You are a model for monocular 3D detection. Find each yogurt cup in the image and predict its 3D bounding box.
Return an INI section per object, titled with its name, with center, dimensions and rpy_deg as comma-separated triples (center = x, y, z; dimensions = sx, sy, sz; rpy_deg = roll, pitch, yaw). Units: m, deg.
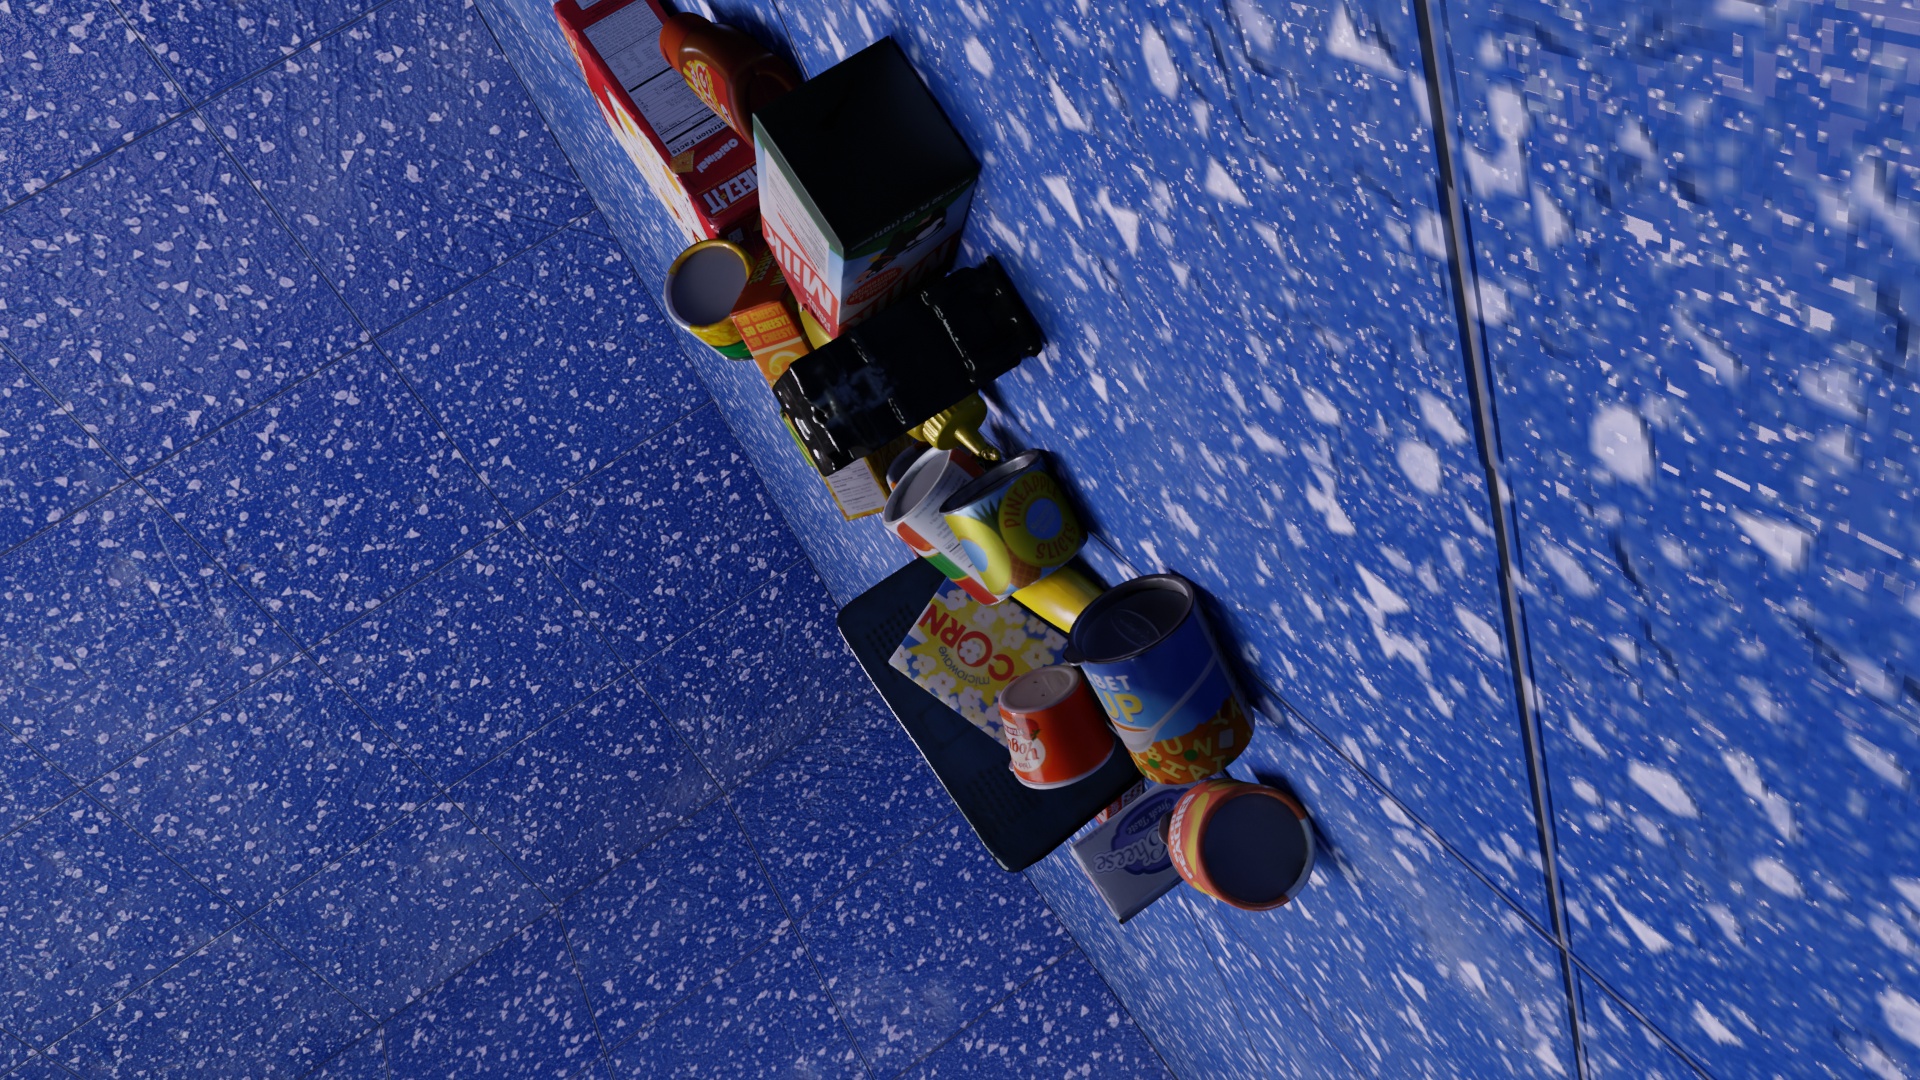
[yogurt cup]
center = 0.058, 0.115, 0.872
dimensions = 0.053, 0.072, 0.072
rpy_deg = 69, 167, -20

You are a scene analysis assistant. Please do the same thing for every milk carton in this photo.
[milk carton]
center = -0.049, -0.156, 0.676
dimensions = 0.073, 0.072, 0.190
rpy_deg = 56, 170, 3

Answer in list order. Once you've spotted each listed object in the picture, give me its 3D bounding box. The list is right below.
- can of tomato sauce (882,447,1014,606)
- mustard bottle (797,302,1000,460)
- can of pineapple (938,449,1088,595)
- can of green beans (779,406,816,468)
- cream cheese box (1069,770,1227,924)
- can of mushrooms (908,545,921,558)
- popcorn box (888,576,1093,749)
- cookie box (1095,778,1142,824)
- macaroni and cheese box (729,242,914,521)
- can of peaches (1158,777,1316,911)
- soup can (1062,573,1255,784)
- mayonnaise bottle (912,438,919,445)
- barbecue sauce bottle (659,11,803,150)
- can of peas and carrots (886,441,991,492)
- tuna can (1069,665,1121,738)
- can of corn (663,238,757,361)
[can of tomato sauce]
center = 0.003, -0.011, 0.848
dimensions = 0.083, 0.071, 0.071
rpy_deg = 39, 177, -20
[mustard bottle]
center = -0.030, -0.098, 0.812
dimensions = 0.160, 0.065, 0.048
rpy_deg = 49, 165, 22
[can of pineapple]
center = 0.031, -0.010, 0.782
dimensions = 0.057, 0.071, 0.071
rpy_deg = 58, 171, -11
[can of green beans]
center = -0.124, -0.109, 1.275
dimensions = 0.071, 0.071, 0.057
rpy_deg = 44, 164, 55
[cream cheese box]
center = 0.122, 0.178, 0.835
dimensions = 0.053, 0.104, 0.024
rpy_deg = 53, 175, 27
[can of mushrooms]
center = -0.031, -0.008, 1.237
dimensions = 0.071, 0.033, 0.071
rpy_deg = 54, 170, 14
[popcorn box]
center = 0.026, 0.084, 0.947
dimensions = 0.127, 0.085, 0.038
rpy_deg = 35, -176, 8
[cookie box]
center = 0.096, 0.162, 1.129
dimensions = 0.123, 0.040, 0.166
rpy_deg = 53, 171, 24
[macaroni and cheese box]
center = -0.083, -0.116, 0.925
dimensions = 0.124, 0.040, 0.165
rpy_deg = -79, -32, -51
[can of peaches]
center = 0.149, 0.163, 0.749
dimensions = 0.071, 0.071, 0.058
rpy_deg = 56, 170, 1
[soup can]
center = 0.098, 0.070, 0.687
dimensions = 0.083, 0.071, 0.071
rpy_deg = 61, 170, -24
[mayonnaise bottle]
center = -0.021, -0.030, 1.082
dimensions = 0.065, 0.041, 0.147
rpy_deg = 43, 163, 52
[barbecue sauce bottle]
center = -0.136, -0.275, 0.816
dimensions = 0.149, 0.044, 0.064
rpy_deg = 48, 169, 46
[can of peas and carrots]
center = -0.006, -0.031, 0.912
dimensions = 0.071, 0.071, 0.058
rpy_deg = 42, 160, 58
[tuna can]
center = 0.101, 0.093, 0.878
dimensions = 0.071, 0.033, 0.071
rpy_deg = 55, 171, 13
[can of corn]
center = -0.153, -0.162, 0.926
dimensions = 0.071, 0.071, 0.058
rpy_deg = 53, -174, 21
